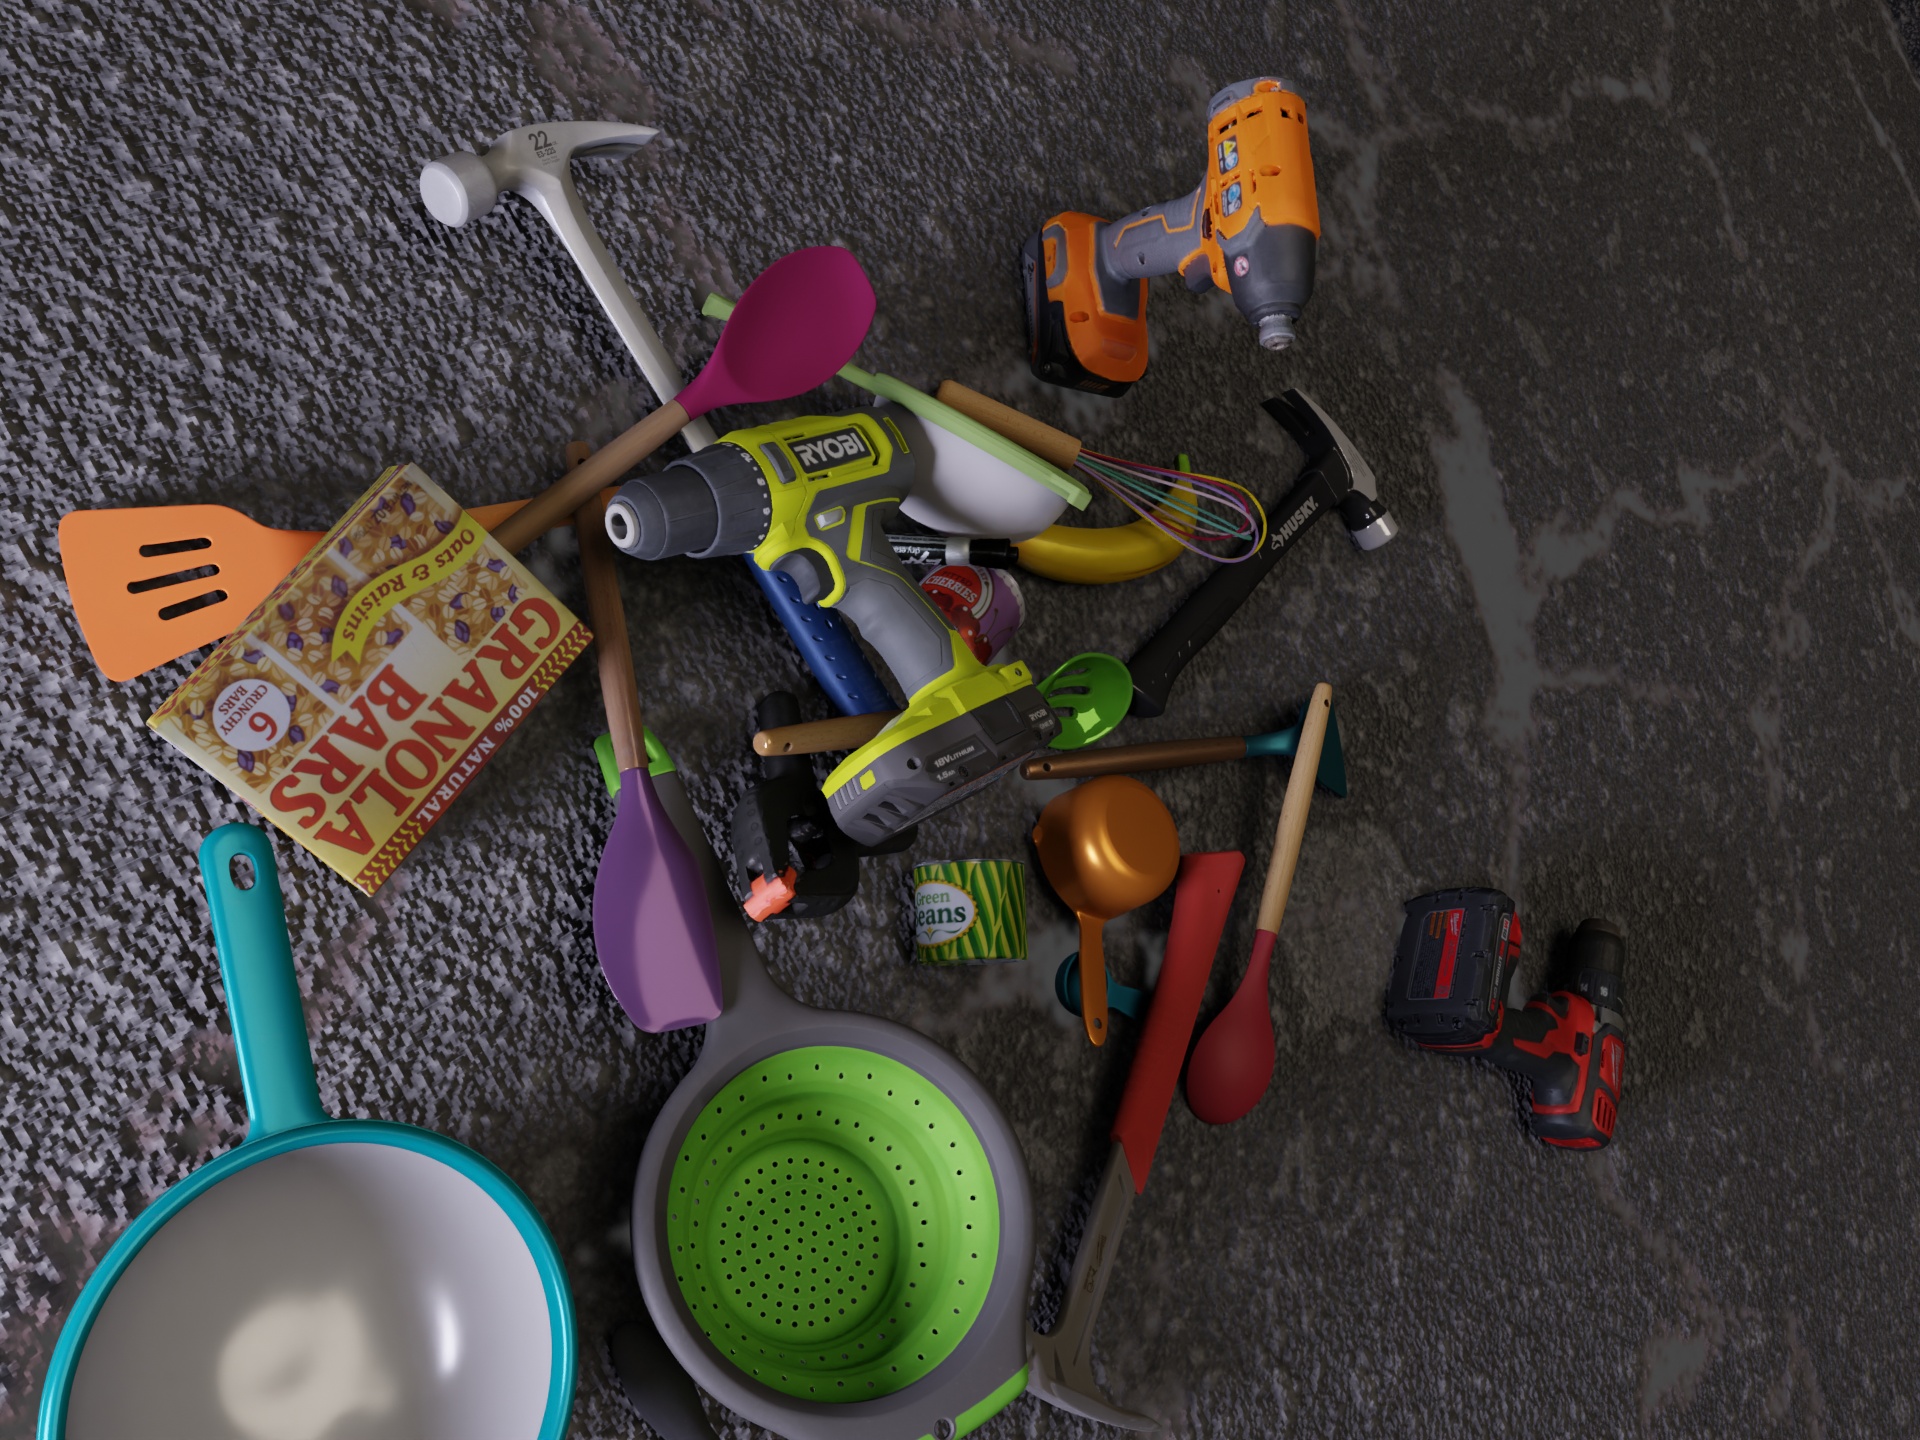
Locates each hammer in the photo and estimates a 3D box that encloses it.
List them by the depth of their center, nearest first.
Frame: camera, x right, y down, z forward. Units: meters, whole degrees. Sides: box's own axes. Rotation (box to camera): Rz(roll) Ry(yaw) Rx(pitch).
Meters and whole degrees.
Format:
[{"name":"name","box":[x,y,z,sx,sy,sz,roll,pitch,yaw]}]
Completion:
[{"name":"hammer","box":[-0.134,-0.149,0.903,0.144,0.035,0.405,-43,109,-41]},{"name":"hammer","box":[0.120,0.245,0.993,0.149,0.037,0.359,39,60,-32]},{"name":"hammer","box":[0.204,-0.114,1.157,0.335,0.035,0.146,-44,106,-34]}]

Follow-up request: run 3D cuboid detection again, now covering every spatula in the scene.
[{"name":"spatula","box":[-0.276,-0.094,0.814,0.322,0.041,0.081,-18,91,-41]},{"name":"spatula","box":[-0.174,0.002,0.818,0.059,0.018,0.316,-6,75,-23]},{"name":"spatula","box":[0.167,0.024,1.102,0.317,0.044,0.082,-4,83,-33]}]

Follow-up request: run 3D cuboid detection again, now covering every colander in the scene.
[{"name":"colander","box":[-0.108,0.189,0.835,0.204,0.094,0.397,-19,72,-28]}]

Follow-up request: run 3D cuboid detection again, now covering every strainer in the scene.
[{"name":"strainer","box":[-0.293,0.217,0.682,0.211,0.095,0.340,-8,81,-40]},{"name":"strainer","box":[-0.048,-0.170,0.962,0.256,0.151,0.069,26,97,-9]}]

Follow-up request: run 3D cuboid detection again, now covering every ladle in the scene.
[{"name":"ladle","box":[0.215,0.120,1.085,0.069,0.031,0.315,26,72,-29]}]

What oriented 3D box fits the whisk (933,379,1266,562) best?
[{"name":"whisk","box":[0.096,-0.171,1.059,0.245,0.047,0.051,23,29,-12]}]

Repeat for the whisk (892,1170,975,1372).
[{"name":"whisk","box":[-0.029,0.355,0.822,0.073,0.073,0.296,43,38,-20]}]

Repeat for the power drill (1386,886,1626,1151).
[{"name":"power drill","box":[0.438,0.207,1.225,0.226,0.080,0.188,34,61,-28]}]

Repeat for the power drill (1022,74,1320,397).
[{"name":"power drill","box":[0.138,-0.289,1.031,0.084,0.226,0.164,4,77,-35]}]

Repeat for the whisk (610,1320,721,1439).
[{"name":"whisk","box":[-0.095,0.422,0.799,0.070,0.070,0.284,-35,95,-36]}]

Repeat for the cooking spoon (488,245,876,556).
[{"name":"cooking spoon","box":[-0.168,-0.149,0.840,0.319,0.017,0.068,-42,119,-18]}]

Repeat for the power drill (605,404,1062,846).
[{"name":"power drill","box":[-0.065,-0.055,0.840,0.190,0.080,0.228,-24,80,-45]}]

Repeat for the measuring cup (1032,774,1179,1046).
[{"name":"measuring cup","box":[0.097,0.114,0.991,0.095,0.052,0.174,22,53,-30]}]

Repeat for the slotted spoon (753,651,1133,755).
[{"name":"slotted spoon","box":[-0.002,-0.003,0.946,0.313,0.031,0.070,-8,122,-48]}]

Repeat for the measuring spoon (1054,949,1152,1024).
[{"name":"measuring spoon","box":[0.103,0.182,1.028,0.128,0.021,0.042,29,65,-38]}]
